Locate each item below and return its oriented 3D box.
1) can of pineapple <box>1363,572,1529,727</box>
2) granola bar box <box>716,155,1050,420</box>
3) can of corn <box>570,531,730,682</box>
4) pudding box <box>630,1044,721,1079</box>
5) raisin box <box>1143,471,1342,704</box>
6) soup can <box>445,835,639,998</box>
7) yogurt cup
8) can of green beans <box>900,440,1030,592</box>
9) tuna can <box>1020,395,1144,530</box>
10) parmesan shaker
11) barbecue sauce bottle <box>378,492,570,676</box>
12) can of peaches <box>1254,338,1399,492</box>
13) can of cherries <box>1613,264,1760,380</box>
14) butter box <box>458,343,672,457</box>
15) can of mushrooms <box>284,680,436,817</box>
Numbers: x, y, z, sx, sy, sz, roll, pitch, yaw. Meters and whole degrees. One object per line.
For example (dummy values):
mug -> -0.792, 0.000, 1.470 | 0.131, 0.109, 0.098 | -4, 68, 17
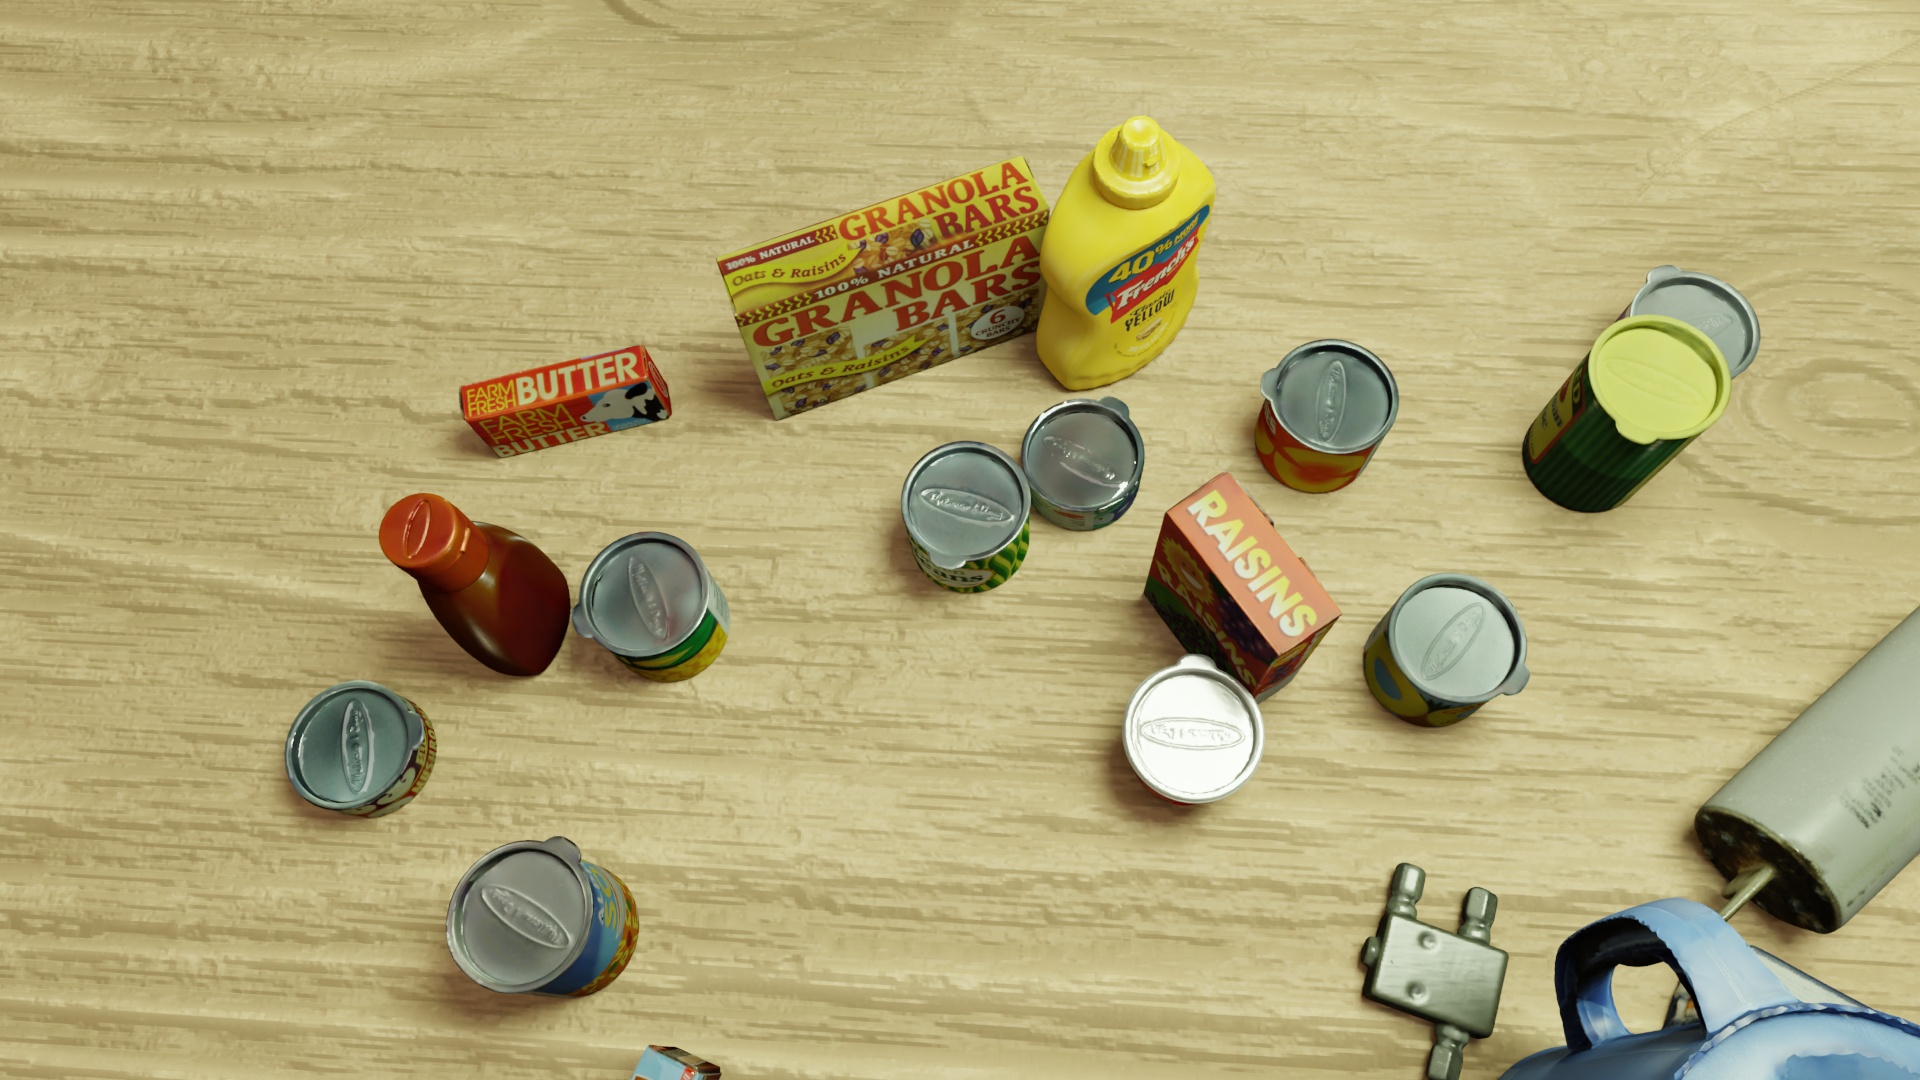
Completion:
can of pineapple -> 0.242, 0.058, 0.695 | 0.071, 0.057, 0.071 | -1, 70, 2
granola bar box -> -0.036, -0.132, 0.744 | 0.166, 0.124, 0.039 | -20, 70, -4
can of corn -> -0.160, 0.037, 0.722 | 0.071, 0.058, 0.071 | -1, 70, 2
pudding box -> -0.144, 0.277, 0.636 | 0.030, 0.049, 0.084 | 21, 72, 10
raisin box -> 0.134, 0.029, 0.676 | 0.040, 0.123, 0.086 | -32, 72, -9
soup can -> -0.193, 0.179, 0.657 | 0.071, 0.083, 0.071 | -1, 70, 3
yogurt cup -> 0.113, 0.100, 0.688 | 0.072, 0.053, 0.072 | -1, 70, 2
can of green beans -> 0.004, -0.011, 0.732 | 0.071, 0.057, 0.071 | -1, 70, 2
tuna can -> 0.067, -0.043, 0.754 | 0.071, 0.032, 0.071 | -1, 70, 2
parmesan shaker -> 0.335, -0.060, 0.711 | 0.071, 0.102, 0.071 | -1, 70, 3
barbecue sauce bottle -> -0.236, 0.020, 0.684 | 0.044, 0.148, 0.065 | 6, 71, 5
can of peaches -> 0.192, -0.066, 0.744 | 0.071, 0.058, 0.071 | -1, 70, 2
can of cherries -> 0.382, -0.104, 0.749 | 0.071, 0.058, 0.072 | -1, 70, 2
butter box -> -0.217, -0.077, 0.770 | 0.103, 0.053, 0.024 | -13, 70, -2
can of mushrooms -> -0.306, 0.108, 0.716 | 0.071, 0.033, 0.071 | -1, 70, 2
